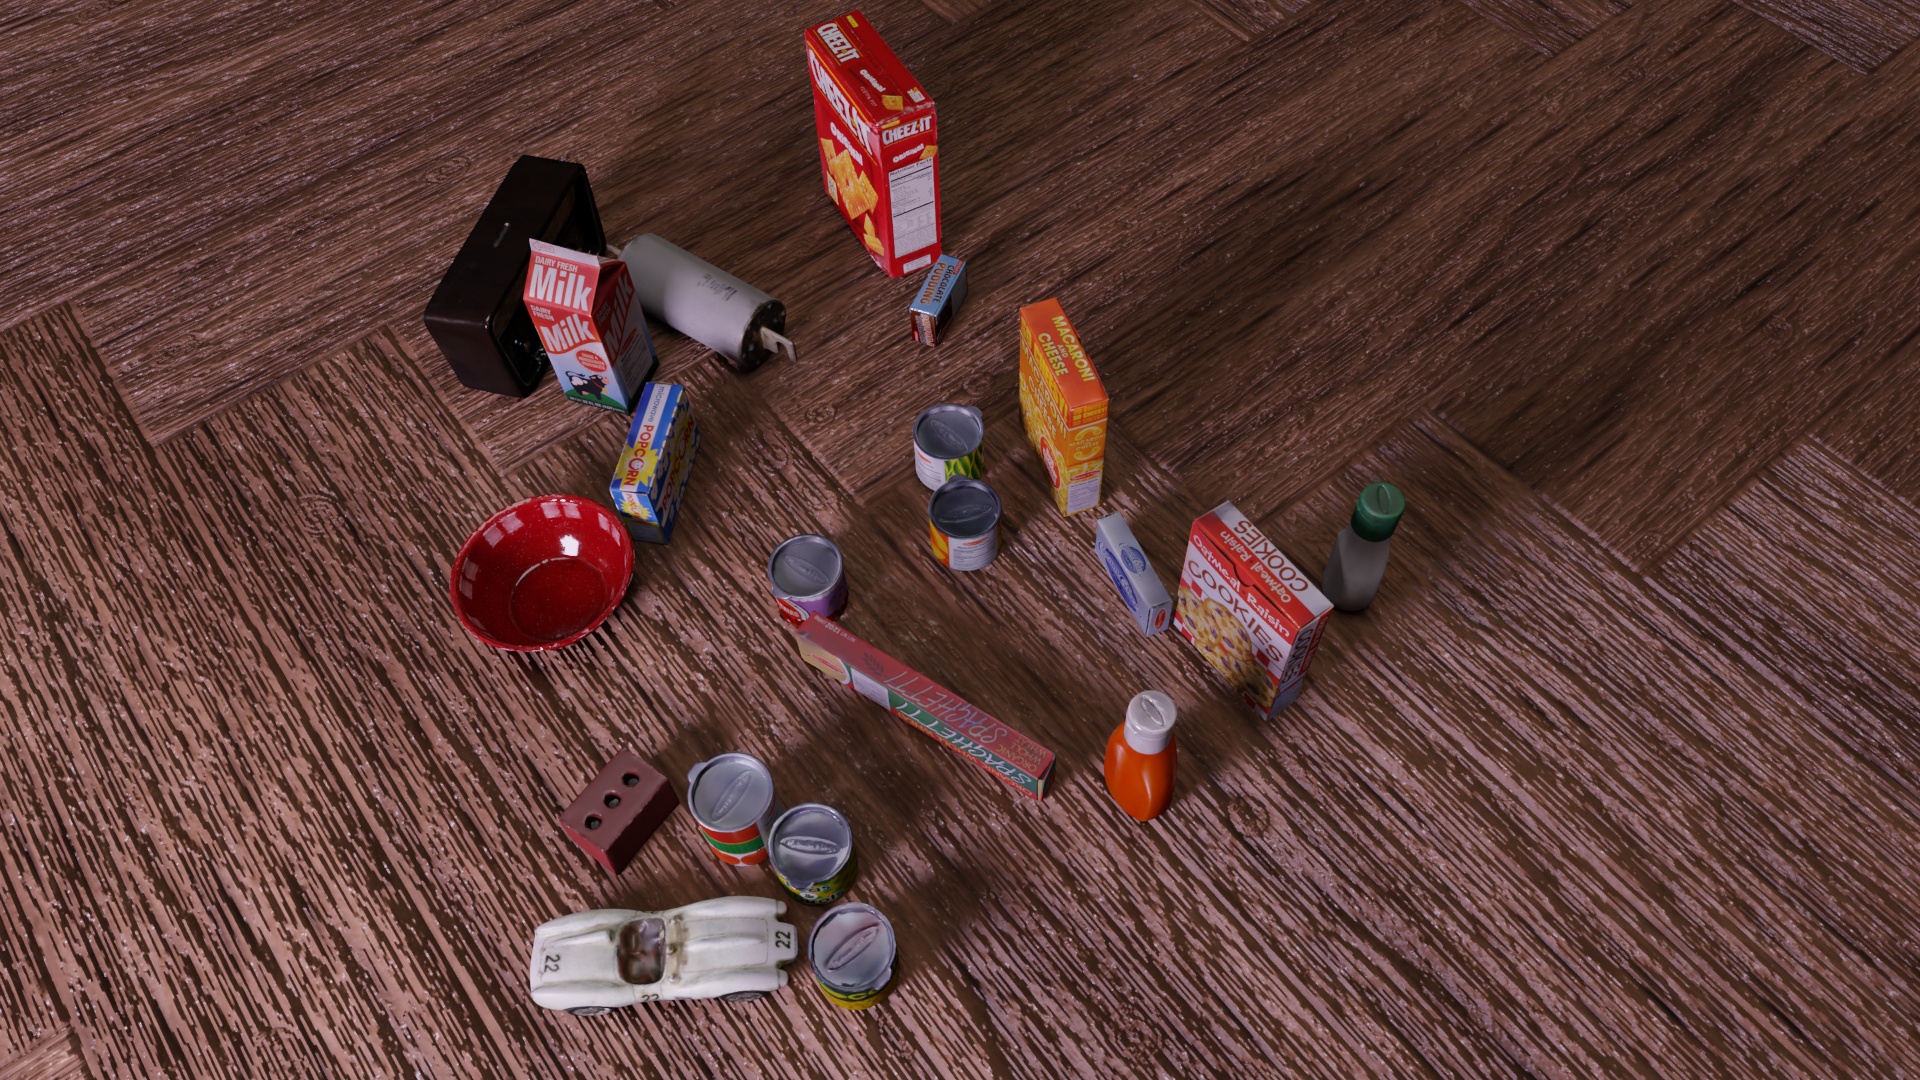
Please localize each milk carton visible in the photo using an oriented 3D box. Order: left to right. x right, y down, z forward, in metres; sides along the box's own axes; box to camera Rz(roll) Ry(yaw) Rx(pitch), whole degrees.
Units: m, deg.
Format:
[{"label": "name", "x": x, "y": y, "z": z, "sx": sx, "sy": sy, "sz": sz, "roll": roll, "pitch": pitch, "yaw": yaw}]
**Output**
[{"label": "milk carton", "x": -0.352, "y": -0.210, "z": 1.317, "sx": 0.072, "sy": 0.189, "sz": 0.074, "roll": 15, "pitch": 59, "yaw": 11}]

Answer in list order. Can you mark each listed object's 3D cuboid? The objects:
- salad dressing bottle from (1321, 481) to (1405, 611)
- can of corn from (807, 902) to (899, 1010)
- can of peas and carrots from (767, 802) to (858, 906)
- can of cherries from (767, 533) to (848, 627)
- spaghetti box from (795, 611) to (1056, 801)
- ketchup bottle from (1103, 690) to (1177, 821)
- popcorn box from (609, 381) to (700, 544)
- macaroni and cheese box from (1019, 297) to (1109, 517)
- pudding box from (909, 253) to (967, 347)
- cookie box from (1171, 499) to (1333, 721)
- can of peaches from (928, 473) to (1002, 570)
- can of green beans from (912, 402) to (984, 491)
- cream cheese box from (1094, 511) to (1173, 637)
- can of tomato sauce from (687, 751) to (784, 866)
[{"label": "salad dressing bottle", "x": 0.344, "y": 0.006, "z": 1.186, "sx": 0.044, "sy": 0.147, "sz": 0.064, "roll": 1, "pitch": 58, "yaw": 2}, {"label": "can of corn", "x": -0.078, "y": 0.317, "z": 1.051, "sx": 0.071, "sy": 0.058, "sz": 0.071, "roll": -1, "pitch": 58, "yaw": 1}, {"label": "can of peas and carrots", "x": -0.115, "y": 0.250, "z": 1.094, "sx": 0.071, "sy": 0.058, "sz": 0.071, "roll": -1, "pitch": 58, "yaw": 1}, {"label": "can of cherries", "x": -0.136, "y": 0.038, "z": 1.231, "sx": 0.071, "sy": 0.058, "sz": 0.072, "roll": -1, "pitch": 58, "yaw": 1}, {"label": "spaghetti box", "x": -0.030, "y": 0.139, "z": 1.168, "sx": 0.250, "sy": 0.050, "sz": 0.029, "roll": 29, "pitch": 63, "yaw": 18}, {"label": "ketchup bottle", "x": 0.143, "y": 0.166, "z": 1.088, "sx": 0.043, "sy": 0.148, "sz": 0.065, "roll": -28, "pitch": 61, "yaw": -15}, {"label": "popcorn box", "x": -0.281, "y": -0.072, "z": 1.290, "sx": 0.038, "sy": 0.084, "sz": 0.127, "roll": 6, "pitch": 58, "yaw": 6}, {"label": "macaroni and cheese box", "x": 0.092, "y": -0.119, "z": 1.261, "sx": 0.040, "sy": 0.165, "sz": 0.124, "roll": -17, "pitch": 59, "yaw": -9}, {"label": "pudding box", "x": -0.021, "y": -0.244, "z": 1.414, "sx": 0.030, "sy": 0.049, "sz": 0.084, "roll": 19, "pitch": 60, "yaw": 13}, {"label": "cookie box", "x": 0.235, "y": 0.061, "z": 1.142, "sx": 0.040, "sy": 0.166, "sz": 0.123, "roll": -32, "pitch": 62, "yaw": -17}, {"label": "can of peaches", "x": 0.005, "y": -0.016, "z": 1.262, "sx": 0.071, "sy": 0.057, "sz": 0.071, "roll": -1, "pitch": 58, "yaw": 1}, {"label": "can of green beans", "x": -0.011, "y": -0.086, "z": 1.307, "sx": 0.071, "sy": 0.057, "sz": 0.071, "roll": -1, "pitch": 58, "yaw": 1}, {"label": "cream cheese box", "x": 0.152, "y": 0.030, "z": 1.231, "sx": 0.024, "sy": 0.053, "sz": 0.104, "roll": -21, "pitch": 59, "yaw": -11}, {"label": "can of tomato sauce", "x": -0.178, "y": 0.214, "z": 1.105, "sx": 0.071, "sy": 0.082, "sz": 0.071, "roll": -1, "pitch": 58, "yaw": 1}]
